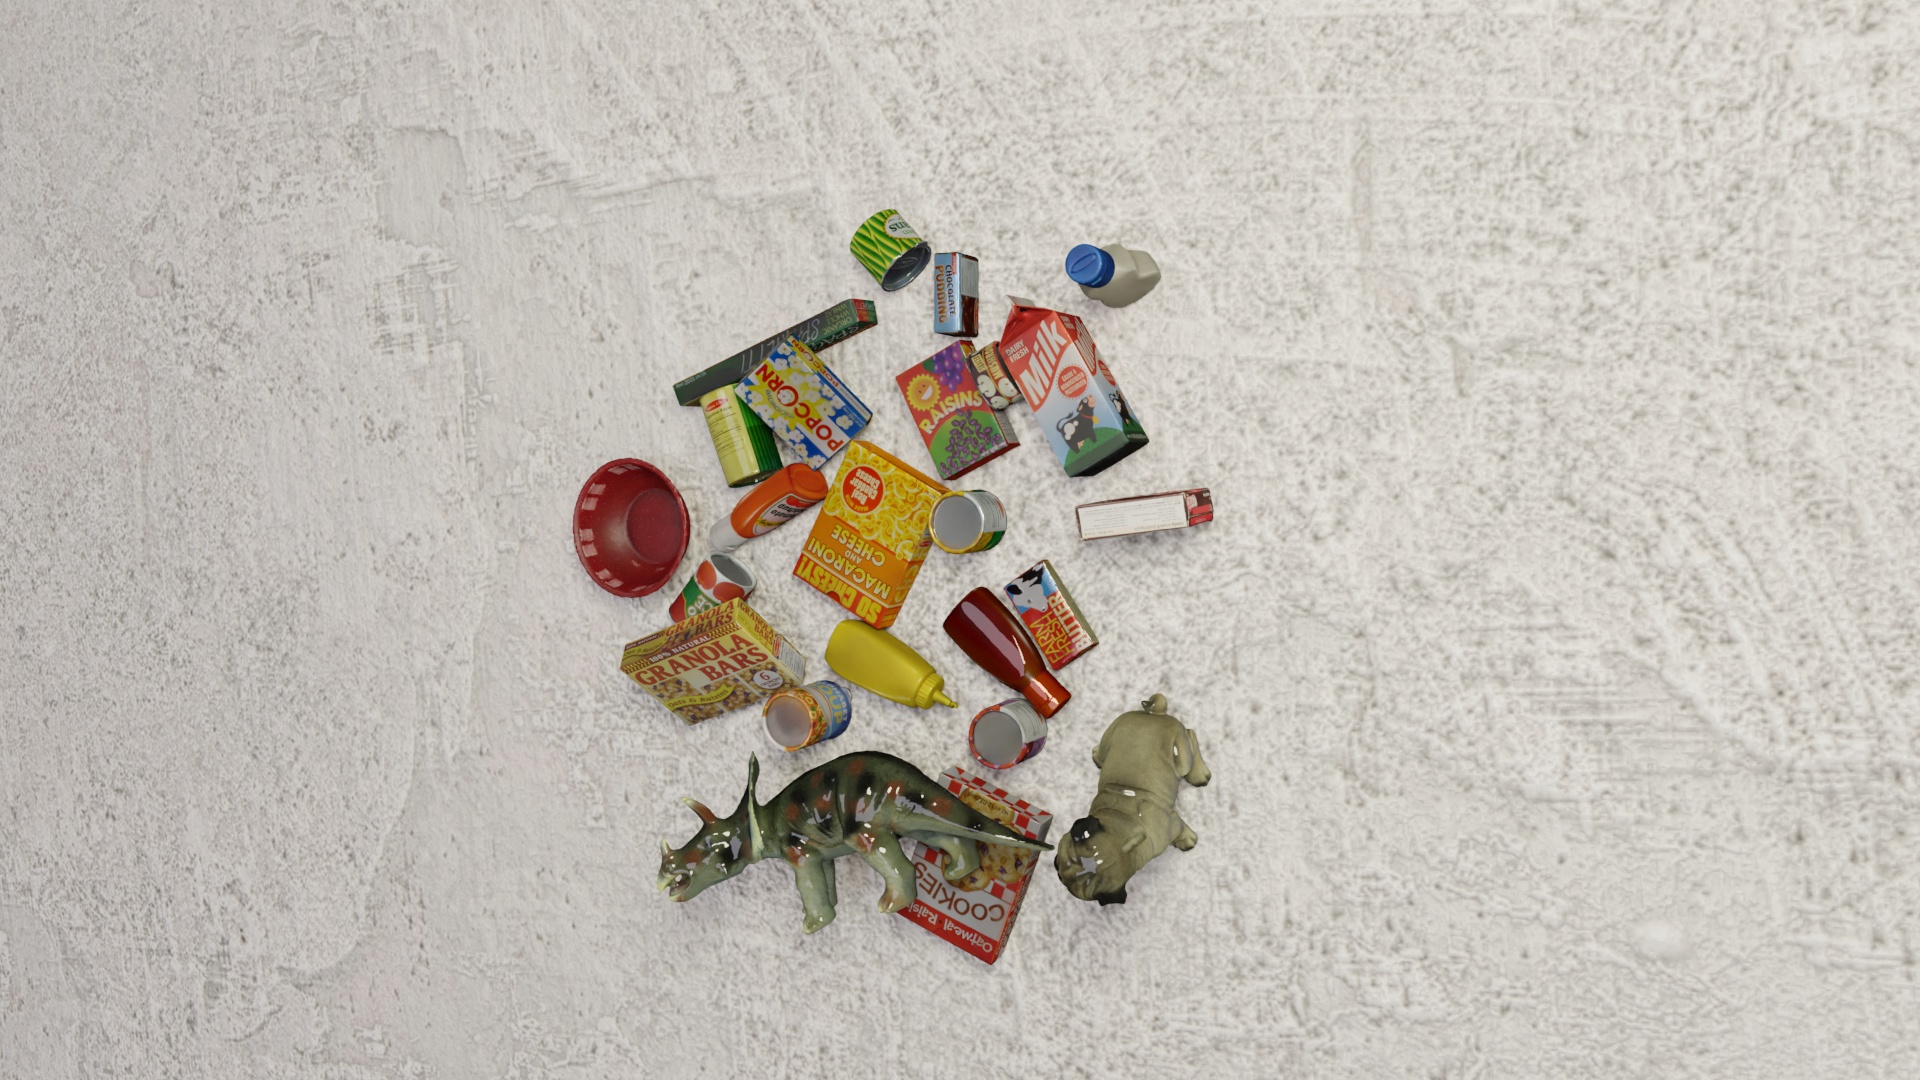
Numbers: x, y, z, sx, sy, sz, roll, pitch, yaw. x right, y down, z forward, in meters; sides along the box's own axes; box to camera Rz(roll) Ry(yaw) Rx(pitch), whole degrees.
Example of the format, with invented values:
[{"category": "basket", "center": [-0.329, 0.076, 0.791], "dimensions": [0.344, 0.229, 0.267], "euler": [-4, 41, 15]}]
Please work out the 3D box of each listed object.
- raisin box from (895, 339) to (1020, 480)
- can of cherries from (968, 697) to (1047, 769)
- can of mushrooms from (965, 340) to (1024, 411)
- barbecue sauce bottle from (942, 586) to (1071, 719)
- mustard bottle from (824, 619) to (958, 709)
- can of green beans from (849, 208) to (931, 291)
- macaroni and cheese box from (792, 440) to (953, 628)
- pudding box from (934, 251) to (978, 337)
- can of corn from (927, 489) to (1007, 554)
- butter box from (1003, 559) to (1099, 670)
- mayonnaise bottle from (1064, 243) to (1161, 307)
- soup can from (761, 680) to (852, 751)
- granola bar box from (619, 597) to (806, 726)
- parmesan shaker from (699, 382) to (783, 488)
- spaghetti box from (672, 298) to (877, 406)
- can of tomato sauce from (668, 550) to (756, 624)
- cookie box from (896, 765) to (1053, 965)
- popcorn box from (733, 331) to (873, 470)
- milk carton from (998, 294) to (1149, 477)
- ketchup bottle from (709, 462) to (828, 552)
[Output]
[{"category": "raisin box", "center": [-0.003, -0.135, 1.448], "dimensions": [0.086, 0.040, 0.123], "euler": [-28, 82, 24]}, {"category": "can of cherries", "center": [0.047, 0.201, 1.430], "dimensions": [0.071, 0.058, 0.071], "euler": [1, 93, 24]}, {"category": "can of mushrooms", "center": [0.037, -0.169, 1.411], "dimensions": [0.033, 0.071, 0.071], "euler": [-27, 82, 22]}, {"category": "barbecue sauce bottle", "center": [0.051, 0.119, 1.433], "dimensions": [0.149, 0.044, 0.064], "euler": [46, 112, 15]}, {"category": "mustard bottle", "center": [-0.068, 0.142, 1.486], "dimensions": [0.160, 0.049, 0.065], "euler": [29, 104, 20]}, {"category": "can of green beans", "center": [-0.074, -0.305, 1.458], "dimensions": [0.071, 0.071, 0.058], "euler": [-45, 75, 20]}, {"category": "macaroni and cheese box", "center": [-0.096, -0.007, 1.496], "dimensions": [0.124, 0.040, 0.166], "euler": [31, 104, 21]}, {"category": "pudding box", "center": [-0.004, -0.254, 1.437], "dimensions": [0.030, 0.050, 0.083], "euler": [1, 93, 26]}, {"category": "can of corn", "center": [0.005, -0.018, 1.439], "dimensions": [0.071, 0.058, 0.071], "euler": [1, 93, 24]}, {"category": "butter box", "center": [0.093, 0.076, 1.422], "dimensions": [0.053, 0.024, 0.103], "euler": [-36, 78, 21]}, {"category": "mayonnaise bottle", "center": [0.141, -0.254, 1.317], "dimensions": [0.064, 0.148, 0.041], "euler": [-33, 80, 22]}, {"category": "soup can", "center": [-0.165, 0.189, 1.513], "dimensions": [0.071, 0.084, 0.071], "euler": [1, 93, 24]}, {"category": "granola bar box", "center": [-0.274, 0.136, 1.544], "dimensions": [0.165, 0.124, 0.039], "euler": [-22, 41, 24]}, {"category": "parmesan shaker", "center": [-0.245, -0.116, 1.545], "dimensions": [0.071, 0.071, 0.103], "euler": [-21, 85, 24]}, {"category": "spaghetti box", "center": [-0.205, -0.205, 1.531], "dimensions": [0.249, 0.050, 0.028], "euler": [-21, 86, 24]}, {"category": "can of tomato sauce", "center": [-0.278, 0.064, 1.567], "dimensions": [0.071, 0.071, 0.083], "euler": [43, 108, 17]}, {"category": "cookie box", "center": [0.012, 0.341, 1.463], "dimensions": [0.123, 0.040, 0.167], "euler": [23, 102, 22]}, {"category": "popcorn box", "center": [-0.168, -0.149, 1.495], "dimensions": [0.085, 0.038, 0.126], "euler": [-39, 103, 25]}, {"category": "milk carton", "center": [0.103, -0.162, 1.380], "dimensions": [0.073, 0.072, 0.191], "euler": [-32, 79, 23]}, {"category": "ketchup bottle", "center": [-0.218, -0.035, 1.541], "dimensions": [0.148, 0.065, 0.043], "euler": [-30, 66, 32]}]
